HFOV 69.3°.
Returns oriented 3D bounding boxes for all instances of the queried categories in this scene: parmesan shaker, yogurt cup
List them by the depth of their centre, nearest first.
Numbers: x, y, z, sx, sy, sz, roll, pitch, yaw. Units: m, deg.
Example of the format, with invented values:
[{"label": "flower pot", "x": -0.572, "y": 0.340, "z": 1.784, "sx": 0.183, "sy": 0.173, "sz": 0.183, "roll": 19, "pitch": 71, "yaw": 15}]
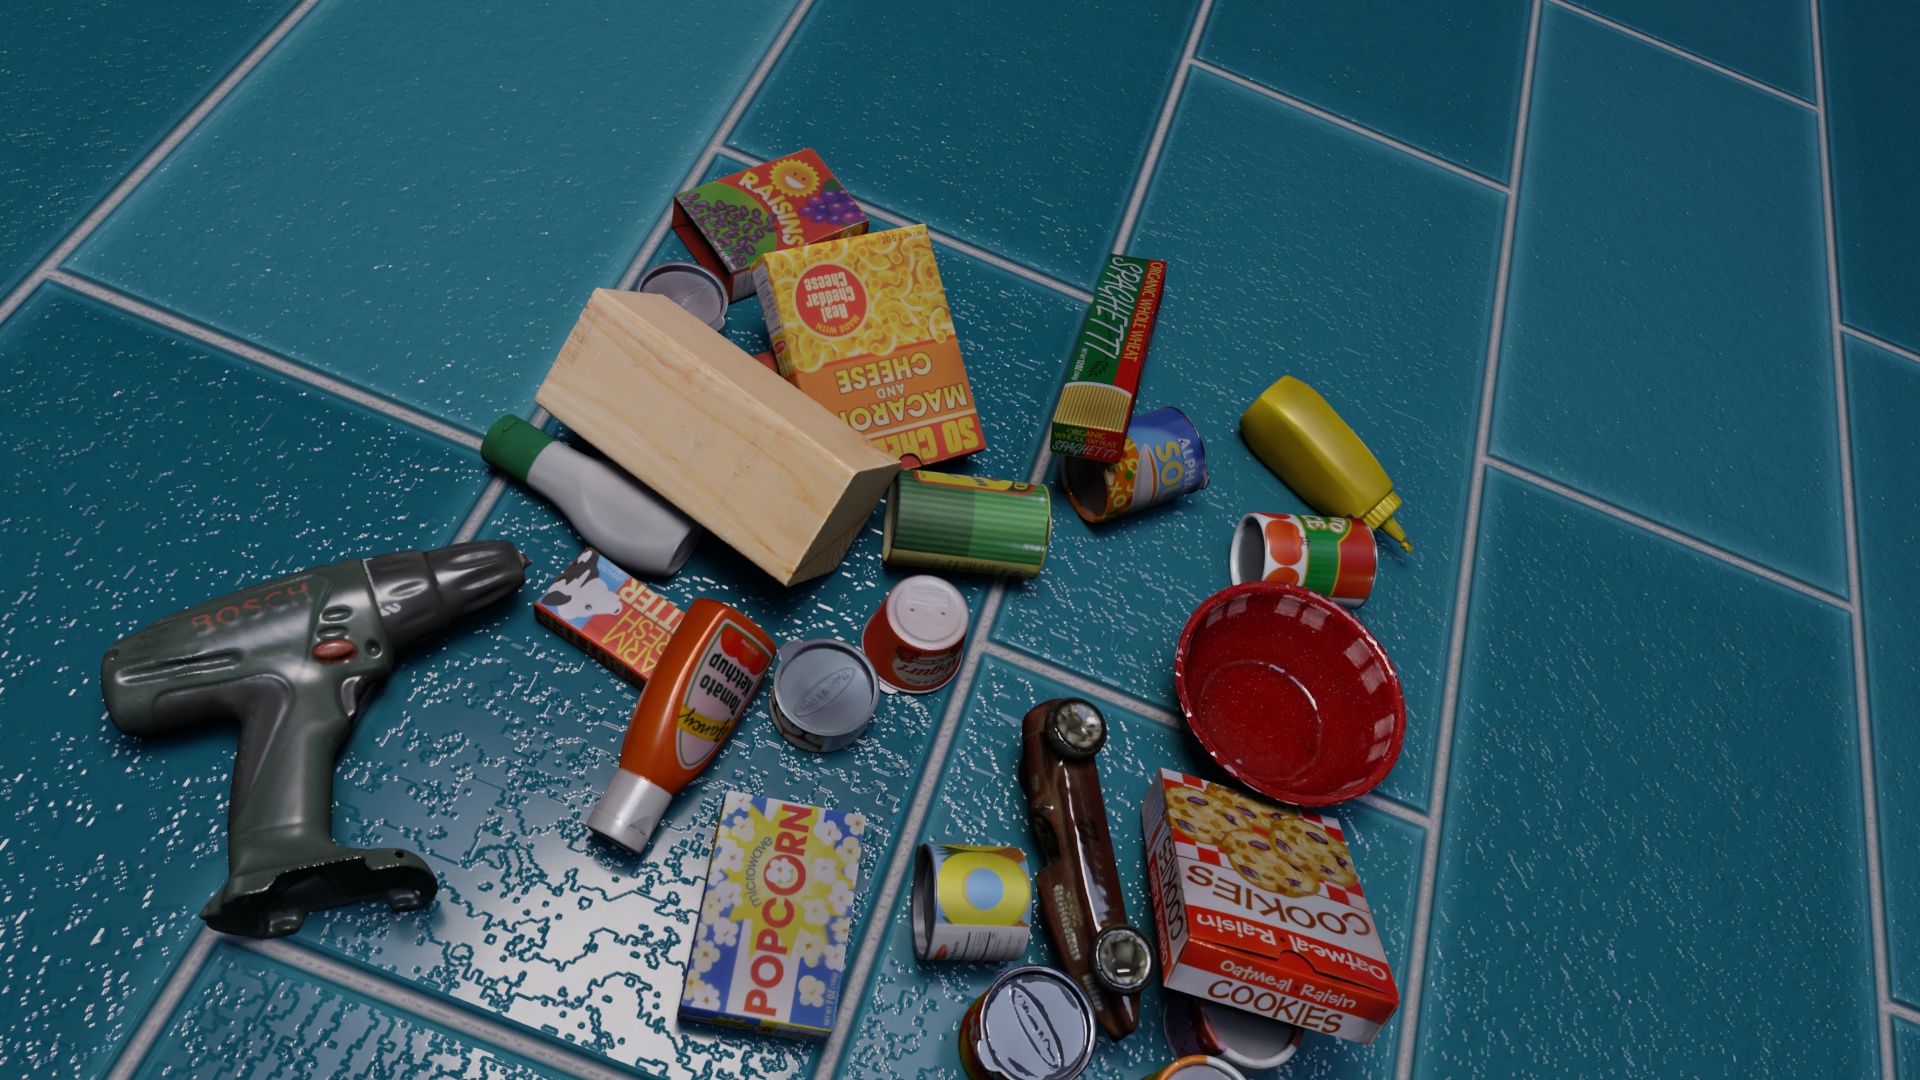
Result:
[{"label": "yogurt cup", "x": -0.026, "y": 0.058, "z": 0.899, "sx": 0.072, "sy": 0.053, "sz": 0.073, "roll": 7, "pitch": 57, "yaw": -11}, {"label": "parmesan shaker", "x": 0.003, "y": -0.012, "z": 0.938, "sx": 0.103, "sy": 0.071, "sz": 0.071, "roll": 7, "pitch": 58, "yaw": -11}]

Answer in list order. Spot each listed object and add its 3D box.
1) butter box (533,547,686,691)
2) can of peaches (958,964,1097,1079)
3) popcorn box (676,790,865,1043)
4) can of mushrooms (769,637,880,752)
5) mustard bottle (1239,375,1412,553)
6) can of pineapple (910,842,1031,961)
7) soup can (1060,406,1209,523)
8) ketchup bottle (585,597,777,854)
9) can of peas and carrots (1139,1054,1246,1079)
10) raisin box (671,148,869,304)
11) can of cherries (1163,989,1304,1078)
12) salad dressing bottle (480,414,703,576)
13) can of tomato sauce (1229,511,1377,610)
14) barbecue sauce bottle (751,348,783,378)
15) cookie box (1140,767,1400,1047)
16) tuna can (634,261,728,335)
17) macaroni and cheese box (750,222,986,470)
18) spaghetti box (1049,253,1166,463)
[{"label": "butter box", "x": -0.210, "y": 0.054, "z": 0.870, "sx": 0.103, "sy": 0.024, "sz": 0.053, "roll": 33, "pitch": 57, "yaw": 6}, {"label": "can of peaches", "x": 0.034, "y": 0.279, "z": 0.779, "sx": 0.071, "sy": 0.057, "sz": 0.071, "roll": 7, "pitch": 59, "yaw": -11}, {"label": "popcorn box", "x": -0.106, "y": 0.213, "z": 0.792, "sx": 0.085, "sy": 0.038, "sz": 0.127, "roll": 12, "pitch": 57, "yaw": -7}, {"label": "can of mushrooms", "x": -0.087, "y": 0.096, "z": 0.872, "sx": 0.071, "sy": 0.033, "sz": 0.071, "roll": 6, "pitch": 59, "yaw": -11}, {"label": "mustard bottle", "x": 0.282, "y": -0.051, "z": 1.044, "sx": 0.049, "sy": 0.065, "sz": 0.160, "roll": -39, "pitch": 81, "yaw": -25}, {"label": "can of pineapple", "x": 0.005, "y": 0.209, "z": 0.809, "sx": 0.058, "sy": 0.070, "sz": 0.071, "roll": 5, "pitch": 59, "yaw": -13}, {"label": "soup can", "x": 0.125, "y": -0.053, "z": 0.998, "sx": 0.084, "sy": 0.071, "sz": 0.071, "roll": -19, "pitch": 66, "yaw": -23}, {"label": "ketchup bottle", "x": -0.168, "y": 0.111, "z": 0.823, "sx": 0.043, "sy": 0.064, "sz": 0.149, "roll": 9, "pitch": 62, "yaw": 39}, {"label": "can of peas and carrots", "x": 0.126, "y": 0.327, "z": 0.773, "sx": 0.071, "sy": 0.058, "sz": 0.071, "roll": 7, "pitch": 58, "yaw": -11}, {"label": "raisin box", "x": -0.144, "y": -0.241, "z": 1.058, "sx": 0.124, "sy": 0.040, "sz": 0.086, "roll": -28, "pitch": 69, "yaw": -26}, {"label": "can of cherries", "x": 0.159, "y": 0.277, "z": 0.813, "sx": 0.071, "sy": 0.058, "sz": 0.072, "roll": 7, "pitch": 59, "yaw": -11}, {"label": "salad dressing bottle", "x": -0.240, "y": -0.032, "z": 0.903, "sx": 0.148, "sy": 0.043, "sz": 0.064, "roll": 30, "pitch": 50, "yaw": 6}, {"label": "can of tomato sauce", "x": 0.243, "y": 0.013, "z": 0.990, "sx": 0.083, "sy": 0.070, "sz": 0.071, "roll": 4, "pitch": 59, "yaw": -12}, {"label": "barbecue sauce bottle", "x": -0.090, "y": -0.137, "z": 1.006, "sx": 0.149, "sy": 0.043, "sz": 0.065, "roll": -27, "pitch": 75, "yaw": -27}, {"label": "cookie box", "x": 0.176, "y": 0.209, "z": 0.819, "sx": 0.123, "sy": 0.040, "sz": 0.168, "roll": 17, "pitch": 23, "yaw": -5}, {"label": "tuna can", "x": -0.200, "y": -0.164, "z": 0.999, "sx": 0.071, "sy": 0.032, "sz": 0.071, "roll": 7, "pitch": 58, "yaw": -11}, {"label": "macaroni and cheese box", "x": -0.063, "y": -0.126, "z": 0.968, "sx": 0.124, "sy": 0.040, "sz": 0.166, "roll": -16, "pitch": 92, "yaw": -23}, {"label": "spaghetti box", "x": 0.113, "y": -0.142, "z": 1.030, "sx": 0.050, "sy": 0.028, "sz": 0.251, "roll": 11, "pitch": 40, "yaw": 9}]
